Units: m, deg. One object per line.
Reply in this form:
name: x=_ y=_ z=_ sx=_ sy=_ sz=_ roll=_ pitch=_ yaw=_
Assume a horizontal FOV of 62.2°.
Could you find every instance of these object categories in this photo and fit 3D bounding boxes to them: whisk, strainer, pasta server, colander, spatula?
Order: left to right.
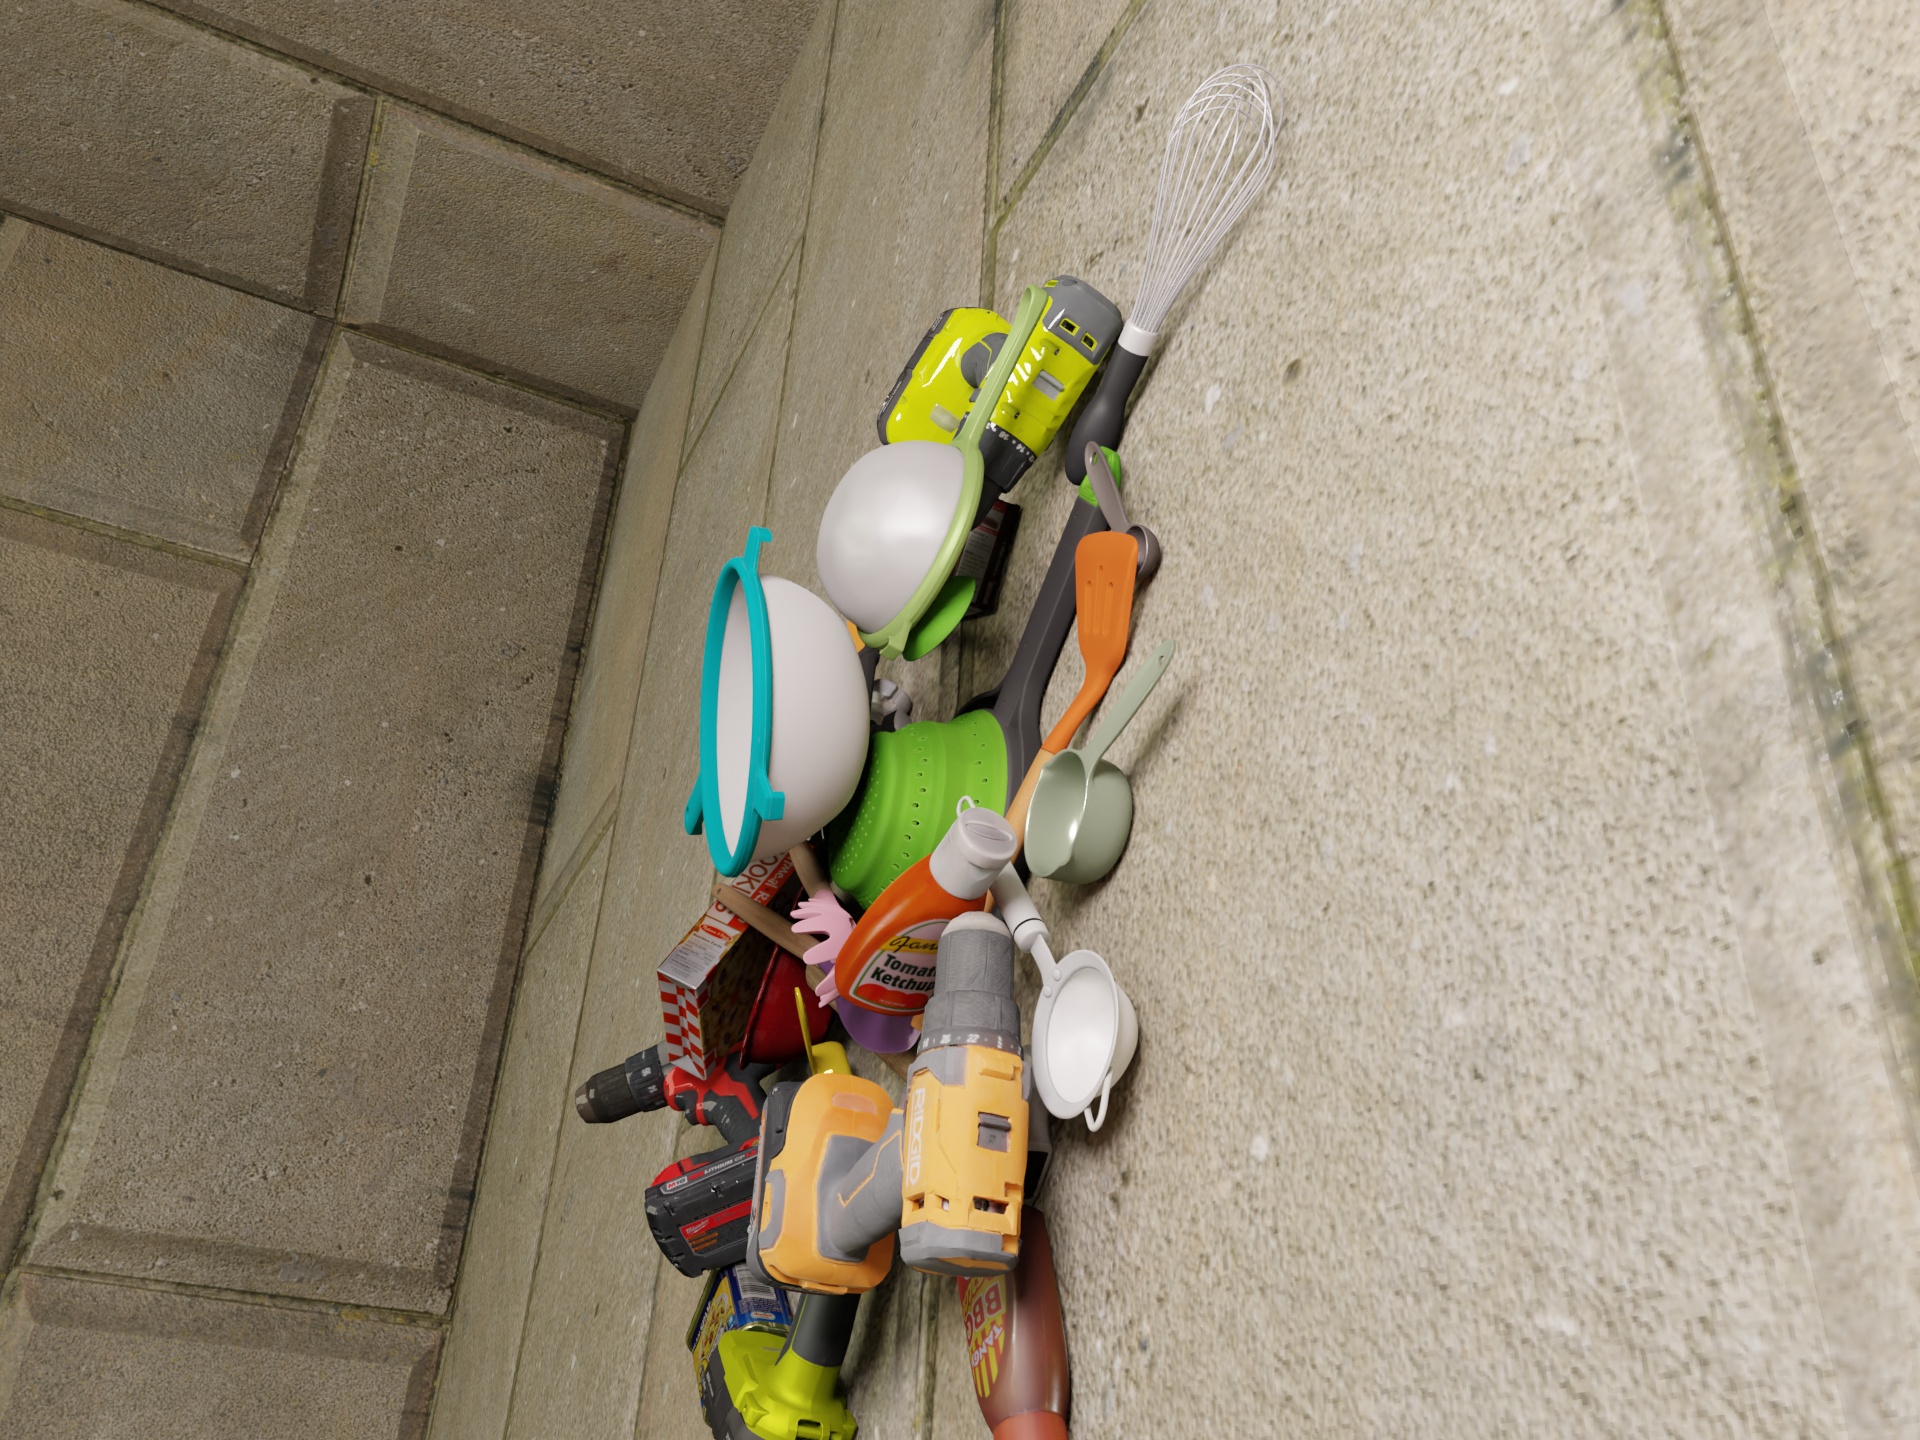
strainer: x=-0.130 y=0.022 z=1.117 sx=0.340 sy=0.095 sz=0.211 roll=128 pitch=140 yaw=-63
spatula: x=-0.106 y=0.160 z=1.102 sx=0.316 sy=0.018 sz=0.060 roll=19 pitch=79 yaw=57
pasta server: x=-0.105 y=0.120 z=1.104 sx=0.316 sy=0.040 sz=0.060 roll=-141 pitch=33 yaw=-74
strainer: x=-0.027 y=-0.173 z=1.028 sx=0.256 sy=0.069 sz=0.152 roll=-63 pitch=21 yaw=10
colander: x=-0.002 y=-0.003 z=1.064 sx=0.205 sy=0.094 sz=0.397 roll=-127 pitch=55 yaw=-65
spatula: x=0.037 y=0.038 z=0.968 sx=0.322 sy=0.041 sz=0.081 roll=-64 pitch=22 yaw=-3
strainer: x=0.044 y=0.123 z=0.873 sx=0.086 sy=0.050 sz=0.259 roll=-63 pitch=34 yaw=27
whisk: x=0.126 y=-0.270 z=0.998 sx=0.070 sy=0.070 sz=0.284 roll=-102 pitch=28 yaw=-52

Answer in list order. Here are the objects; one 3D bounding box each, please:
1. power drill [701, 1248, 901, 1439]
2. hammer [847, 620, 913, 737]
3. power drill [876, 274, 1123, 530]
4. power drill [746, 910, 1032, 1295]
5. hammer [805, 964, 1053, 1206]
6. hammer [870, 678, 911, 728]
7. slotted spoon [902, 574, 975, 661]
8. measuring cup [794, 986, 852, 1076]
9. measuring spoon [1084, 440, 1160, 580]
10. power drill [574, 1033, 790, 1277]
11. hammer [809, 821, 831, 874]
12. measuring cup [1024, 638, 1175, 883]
power drill: x=-0.094 y=0.371 z=1.061 sx=0.223 sy=0.080 sz=0.171 roll=-69 pitch=21 yaw=1
hammer: x=-0.086 y=-0.055 z=1.314 sx=0.127 sy=0.034 sz=0.337 roll=-26 pitch=30 yaw=19
power drill: x=0.014 y=-0.230 z=1.177 sx=0.190 sy=0.080 sz=0.229 roll=-58 pitch=21 yaw=1
power drill: x=-0.035 y=0.219 z=0.880 sx=0.226 sy=0.084 sz=0.185 roll=-38 pitch=41 yaw=51
hammer: x=-0.032 y=0.217 z=1.018 sx=0.331 sy=0.031 sz=0.130 roll=25 pitch=100 yaw=62
hammer: x=-0.155 y=0.076 z=1.434 sx=0.143 sy=0.038 sz=0.386 roll=-54 pitch=8 yaw=-26
slotted spoon: x=-0.024 y=-0.069 z=1.157 sx=0.070 sy=0.031 sz=0.314 roll=-52 pitch=3 yaw=-2
measuring cup: x=-0.096 y=0.232 z=1.135 sx=0.156 sy=0.029 sz=0.062 roll=86 pitch=166 yaw=-49
measuring spoon: x=0.100 y=-0.132 z=0.984 sx=0.124 sy=0.018 sz=0.034 roll=-106 pitch=32 yaw=-41
power drill: x=-0.214 y=0.328 z=1.268 sx=0.227 sy=0.188 sz=0.080 roll=-116 pitch=6 yaw=-59
hammer: x=-0.172 y=0.201 z=1.446 sx=0.146 sy=0.035 sz=0.334 roll=-102 pitch=34 yaw=-51
measuring cup: x=0.089 y=0.024 z=0.892 sx=0.167 sy=0.038 sz=0.083 roll=-59 pitch=25 yaw=31
